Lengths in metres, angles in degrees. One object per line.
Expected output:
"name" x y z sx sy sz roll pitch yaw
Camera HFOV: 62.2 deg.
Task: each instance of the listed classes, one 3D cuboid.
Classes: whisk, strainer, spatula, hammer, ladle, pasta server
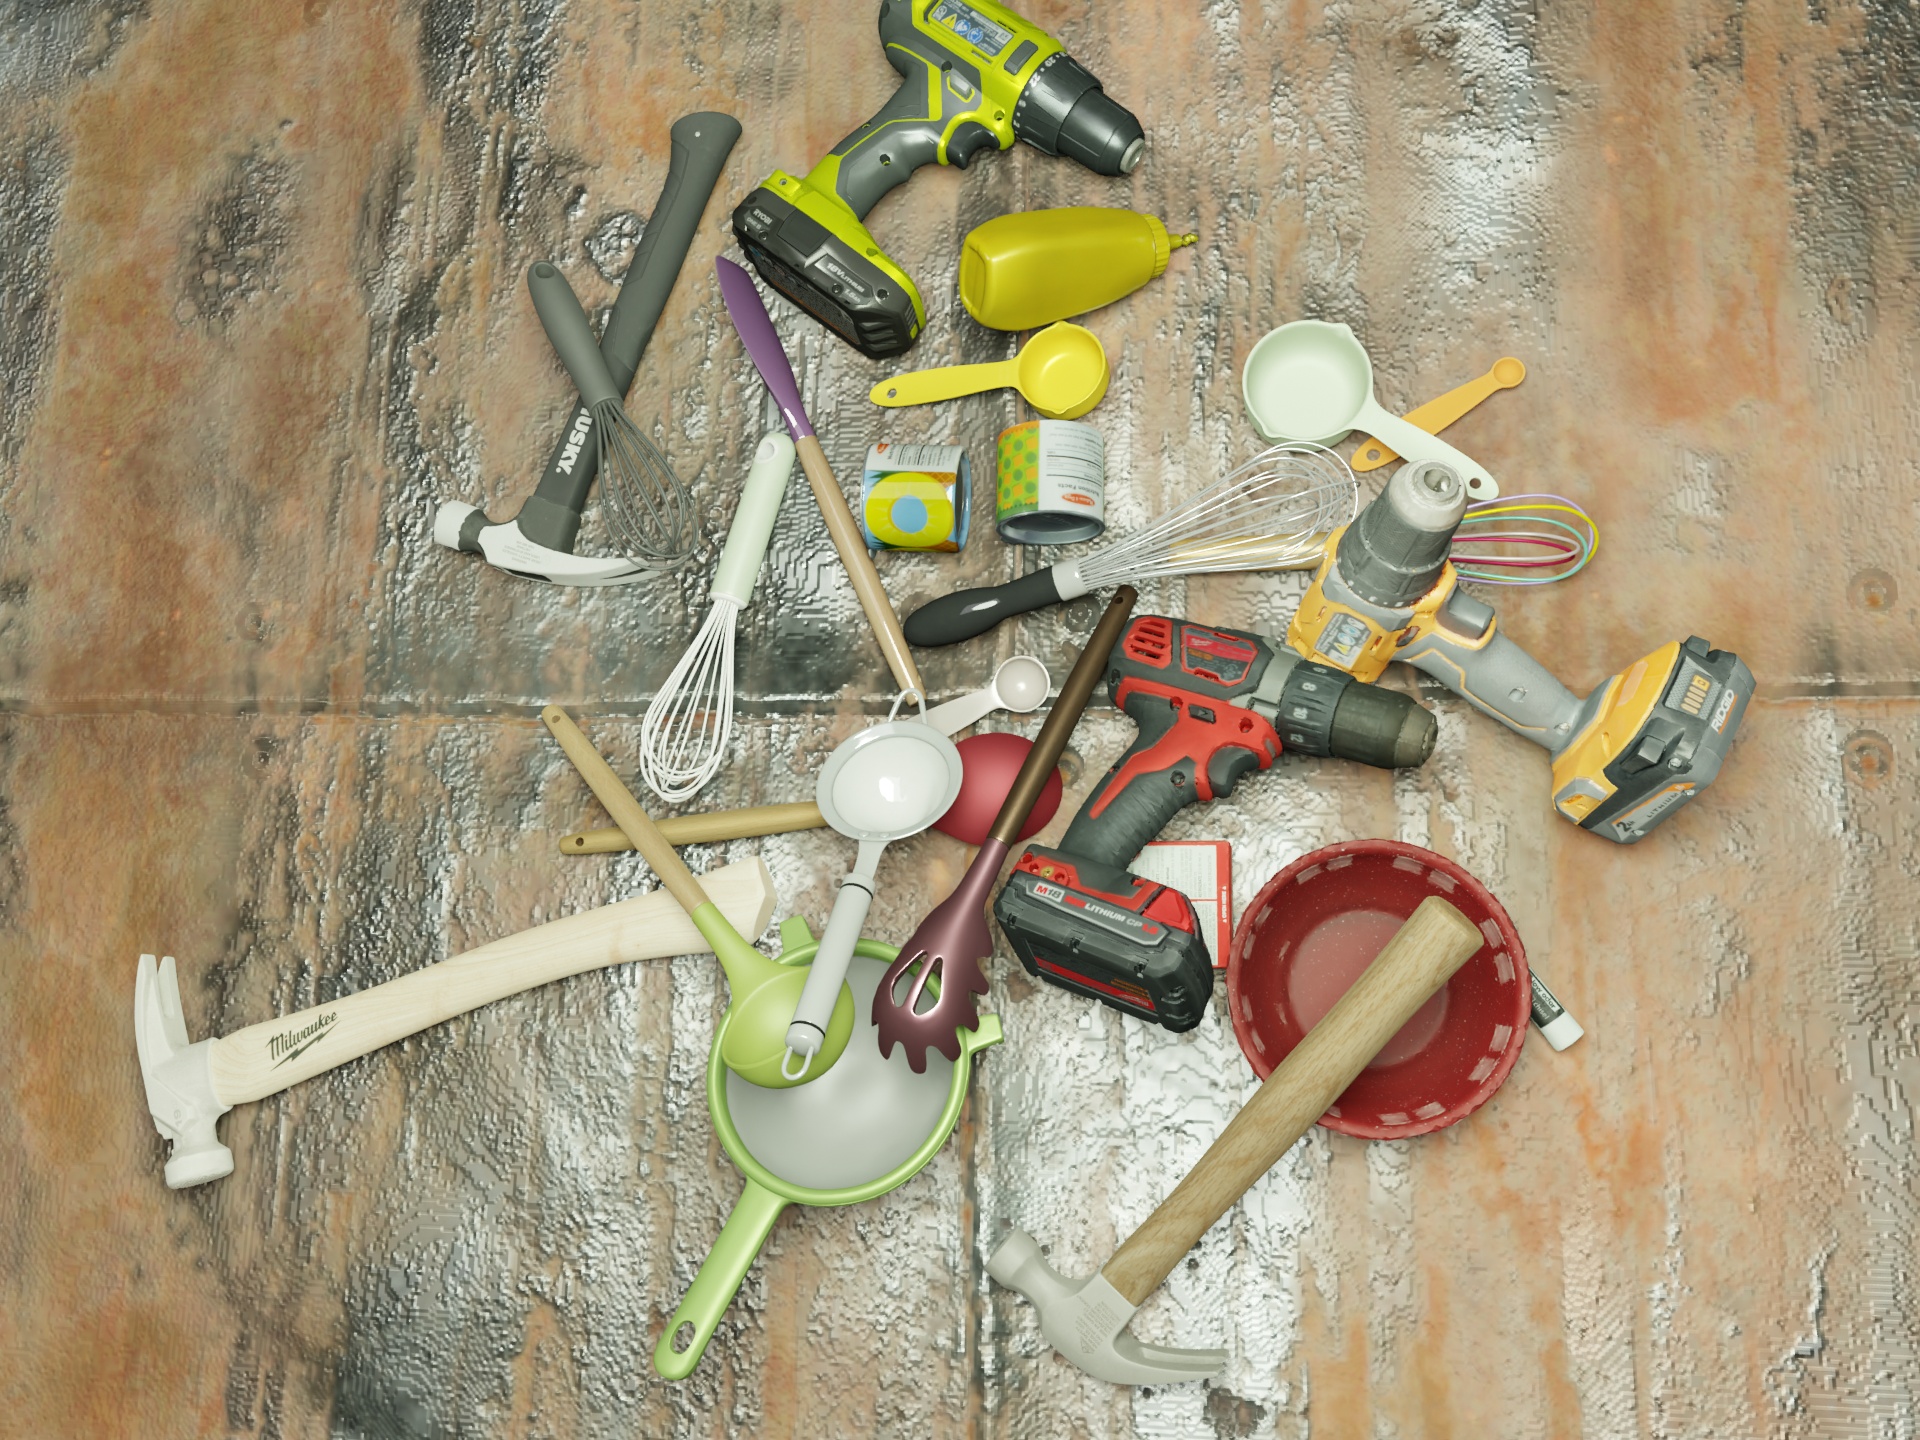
"whisk" 0.095 -0.093 0.935 0.284 0.070 0.070 -17 77 18
"strainer" -0.089 0.249 0.893 0.151 0.069 0.256 23 72 22
"spatula" -0.089 -0.154 0.998 0.018 0.059 0.316 -27 81 21
"hammer" -0.215 -0.245 1.040 0.146 0.035 0.335 19 83 13
"whisk" -0.146 -0.067 0.991 0.058 0.059 0.246 8 75 31
"ladle" -0.095 0.057 0.969 0.315 0.031 0.069 -8 79 9
"ladle" -0.167 0.087 0.922 0.078 0.062 0.320 -36 59 -13
"whisk" 0.246 -0.098 0.937 0.245 0.047 0.051 -1 67 13
"whisk" -0.224 -0.194 0.991 0.055 0.055 0.239 -28 71 3
"pasta server" 0.034 0.052 0.913 0.060 0.040 0.316 20 65 20
"hammer" 0.157 0.226 0.844 0.130 0.031 0.331 41 107 13
"hammer" -0.313 0.155 0.980 0.410 0.038 0.146 -19 76 5
"strainer" -0.055 0.088 0.875 0.087 0.050 0.259 2 45 17

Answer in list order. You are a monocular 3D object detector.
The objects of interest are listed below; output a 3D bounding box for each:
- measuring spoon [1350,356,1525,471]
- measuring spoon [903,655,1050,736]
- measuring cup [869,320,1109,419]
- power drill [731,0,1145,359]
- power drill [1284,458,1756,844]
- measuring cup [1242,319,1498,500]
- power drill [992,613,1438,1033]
"measuring spoon" 0.288 -0.183 0.962 0.117 0.011 0.021 -31 70 6
"measuring spoon" -0.002 -0.003 0.973 0.124 0.018 0.034 -25 83 11
"measuring cup" 0.019 -0.212 1.006 0.156 0.029 0.062 -4 76 20
"power drill" -0.015 -0.347 1.006 0.191 0.080 0.228 38 85 12
"power drill" 0.295 -0.041 0.845 0.226 0.185 0.084 30 67 10
"measuring cup" 0.245 -0.174 0.952 0.168 0.038 0.083 34 86 11
"power drill" 0.139 0.051 0.869 0.188 0.080 0.227 17 64 27
